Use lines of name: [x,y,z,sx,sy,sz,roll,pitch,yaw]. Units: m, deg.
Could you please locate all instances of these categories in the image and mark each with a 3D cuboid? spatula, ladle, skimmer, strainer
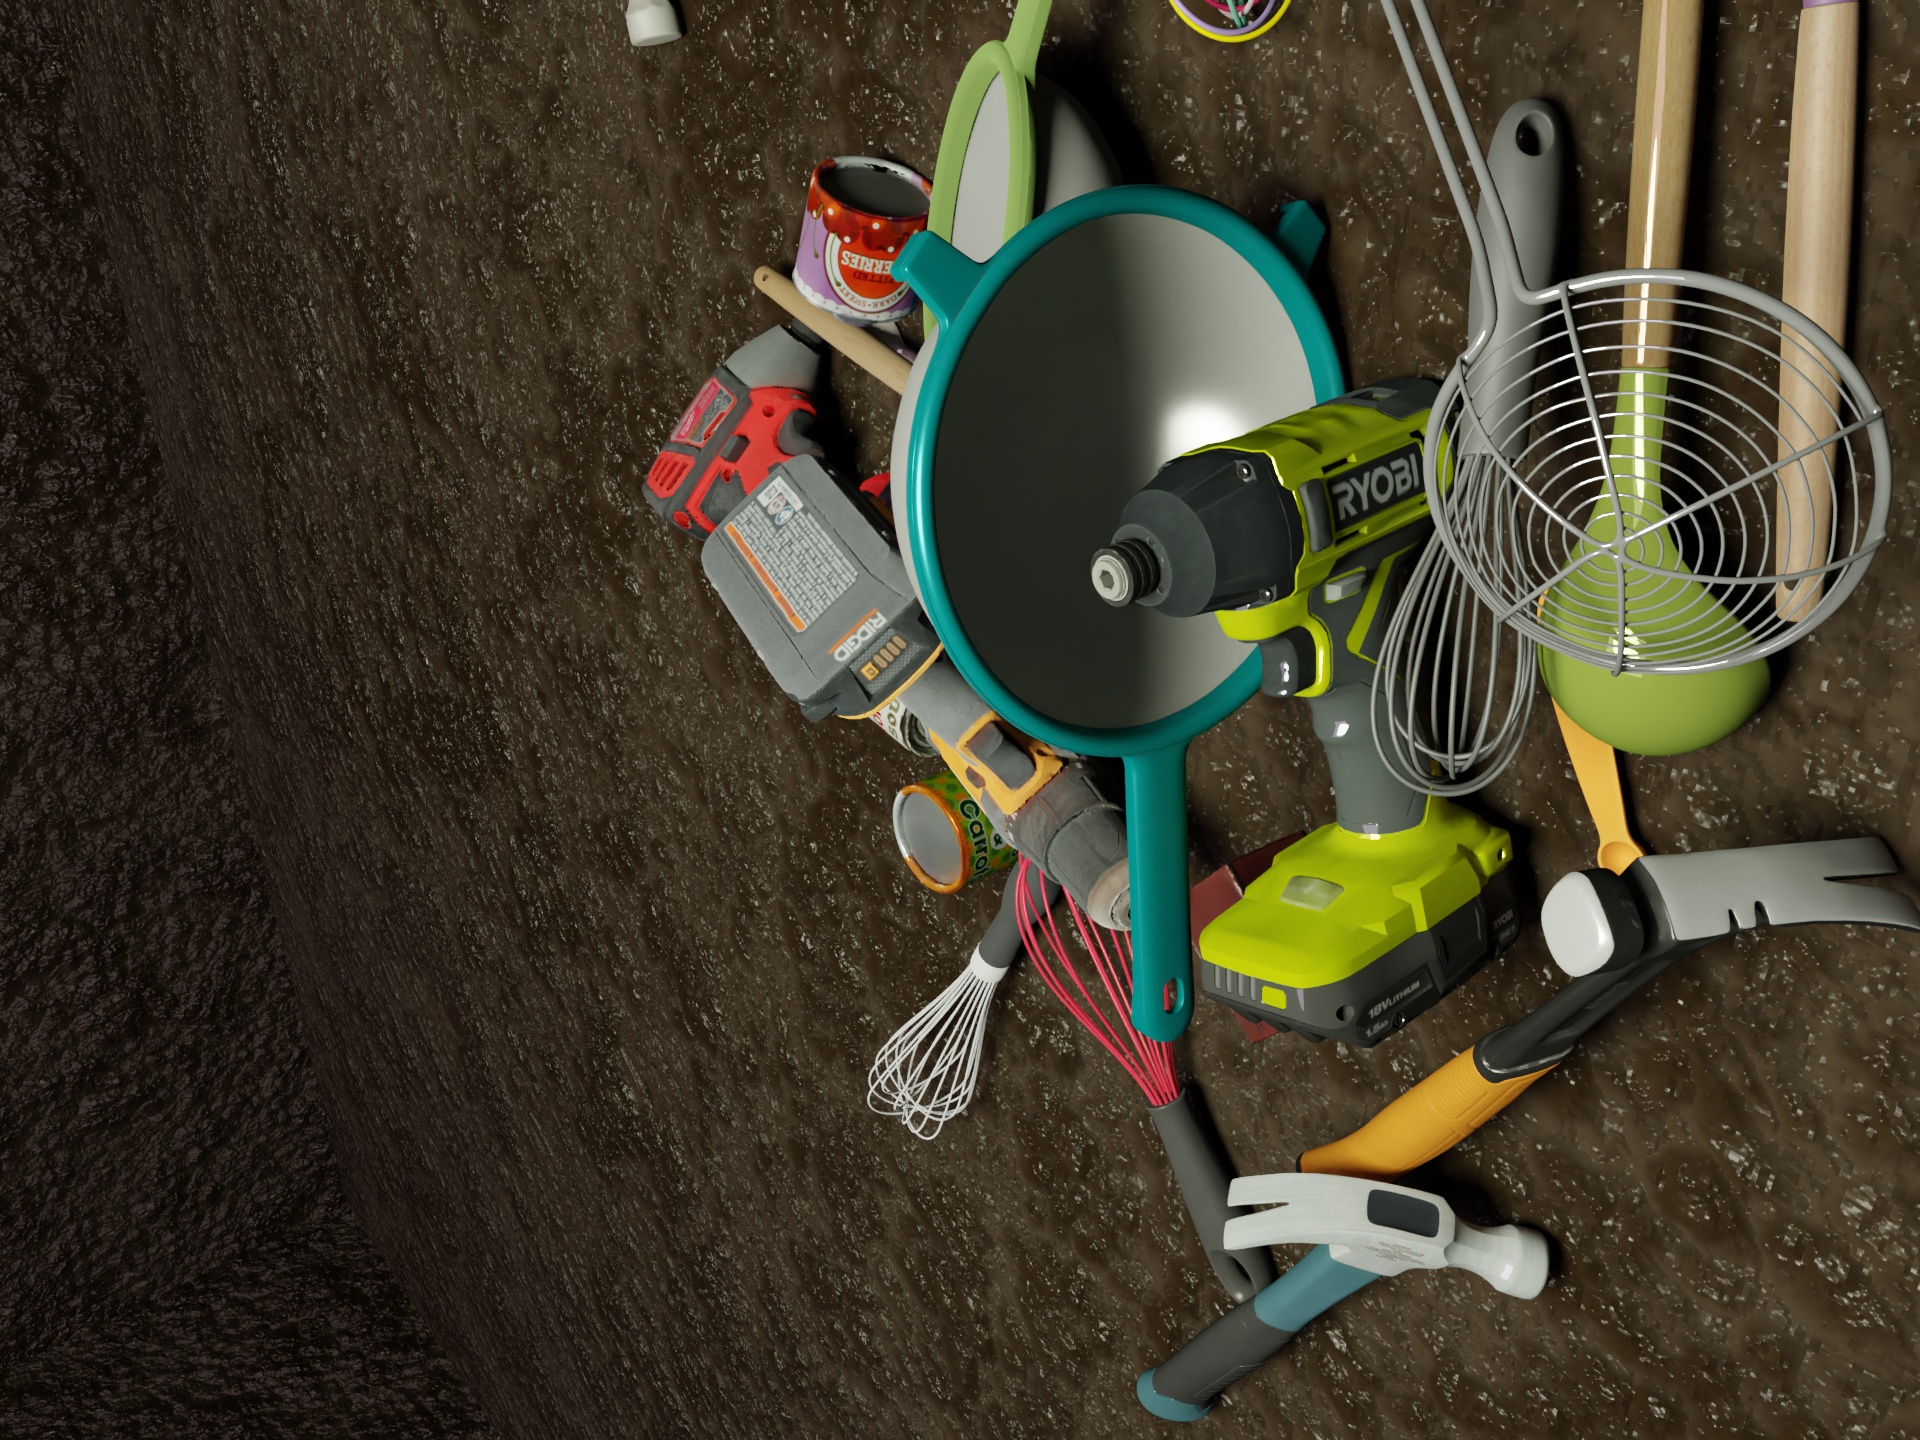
spatula: [0.252,-0.182,0.468,0.060,0.018,0.315,15,119,50]
ladle: [0.230,-0.142,0.512,0.078,0.062,0.320,17,114,51]
skimmer: [0.173,-0.188,0.511,0.127,0.090,0.364,-36,58,47]
strainer: [0.045,-0.251,0.663,0.152,0.069,0.256,-103,23,-46]
strainer: [0.053,-0.037,0.646,0.095,0.211,0.340,21,120,54]

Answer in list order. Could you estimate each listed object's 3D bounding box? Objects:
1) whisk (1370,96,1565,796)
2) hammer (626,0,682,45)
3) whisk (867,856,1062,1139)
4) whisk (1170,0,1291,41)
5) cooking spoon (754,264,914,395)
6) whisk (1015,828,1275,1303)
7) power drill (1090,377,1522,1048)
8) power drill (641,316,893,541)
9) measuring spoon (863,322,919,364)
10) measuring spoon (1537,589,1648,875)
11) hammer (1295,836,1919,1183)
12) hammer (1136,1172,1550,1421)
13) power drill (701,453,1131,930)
whisk: [0.179,-0.092,0.545,0.055,0.055,0.239,10,95,51]
hammer: [-0.097,-0.443,0.795,0.331,0.031,0.130,9,115,51]
whisk: [0.009,0.164,0.962,0.070,0.070,0.284,50,136,25]
whisk: [0.078,-0.373,0.592,0.047,0.051,0.245,-14,93,35]
cooking spoon: [-0.026,-0.173,0.809,0.068,0.017,0.319,-55,49,9]
whisk: [0.101,0.183,0.842,0.073,0.073,0.296,-15,102,56]
power drill: [0.133,0.000,0.600,0.080,0.171,0.223,9,118,53]
power drill: [-0.080,-0.126,0.871,0.143,0.078,0.220,-53,52,12]
measuring spoon: [-0.020,-0.180,0.842,0.124,0.018,0.034,41,137,33]
measuring spoon: [0.239,0.006,0.599,0.021,0.011,0.117,-13,94,56]
hammer: [0.220,0.137,0.634,0.336,0.127,0.034,110,152,-57]
hammer: [0.159,0.305,0.811,0.128,0.033,0.330,18,142,-2]
power drill: [-0.001,-0.002,0.729,0.226,0.084,0.186,42,-174,-43]
